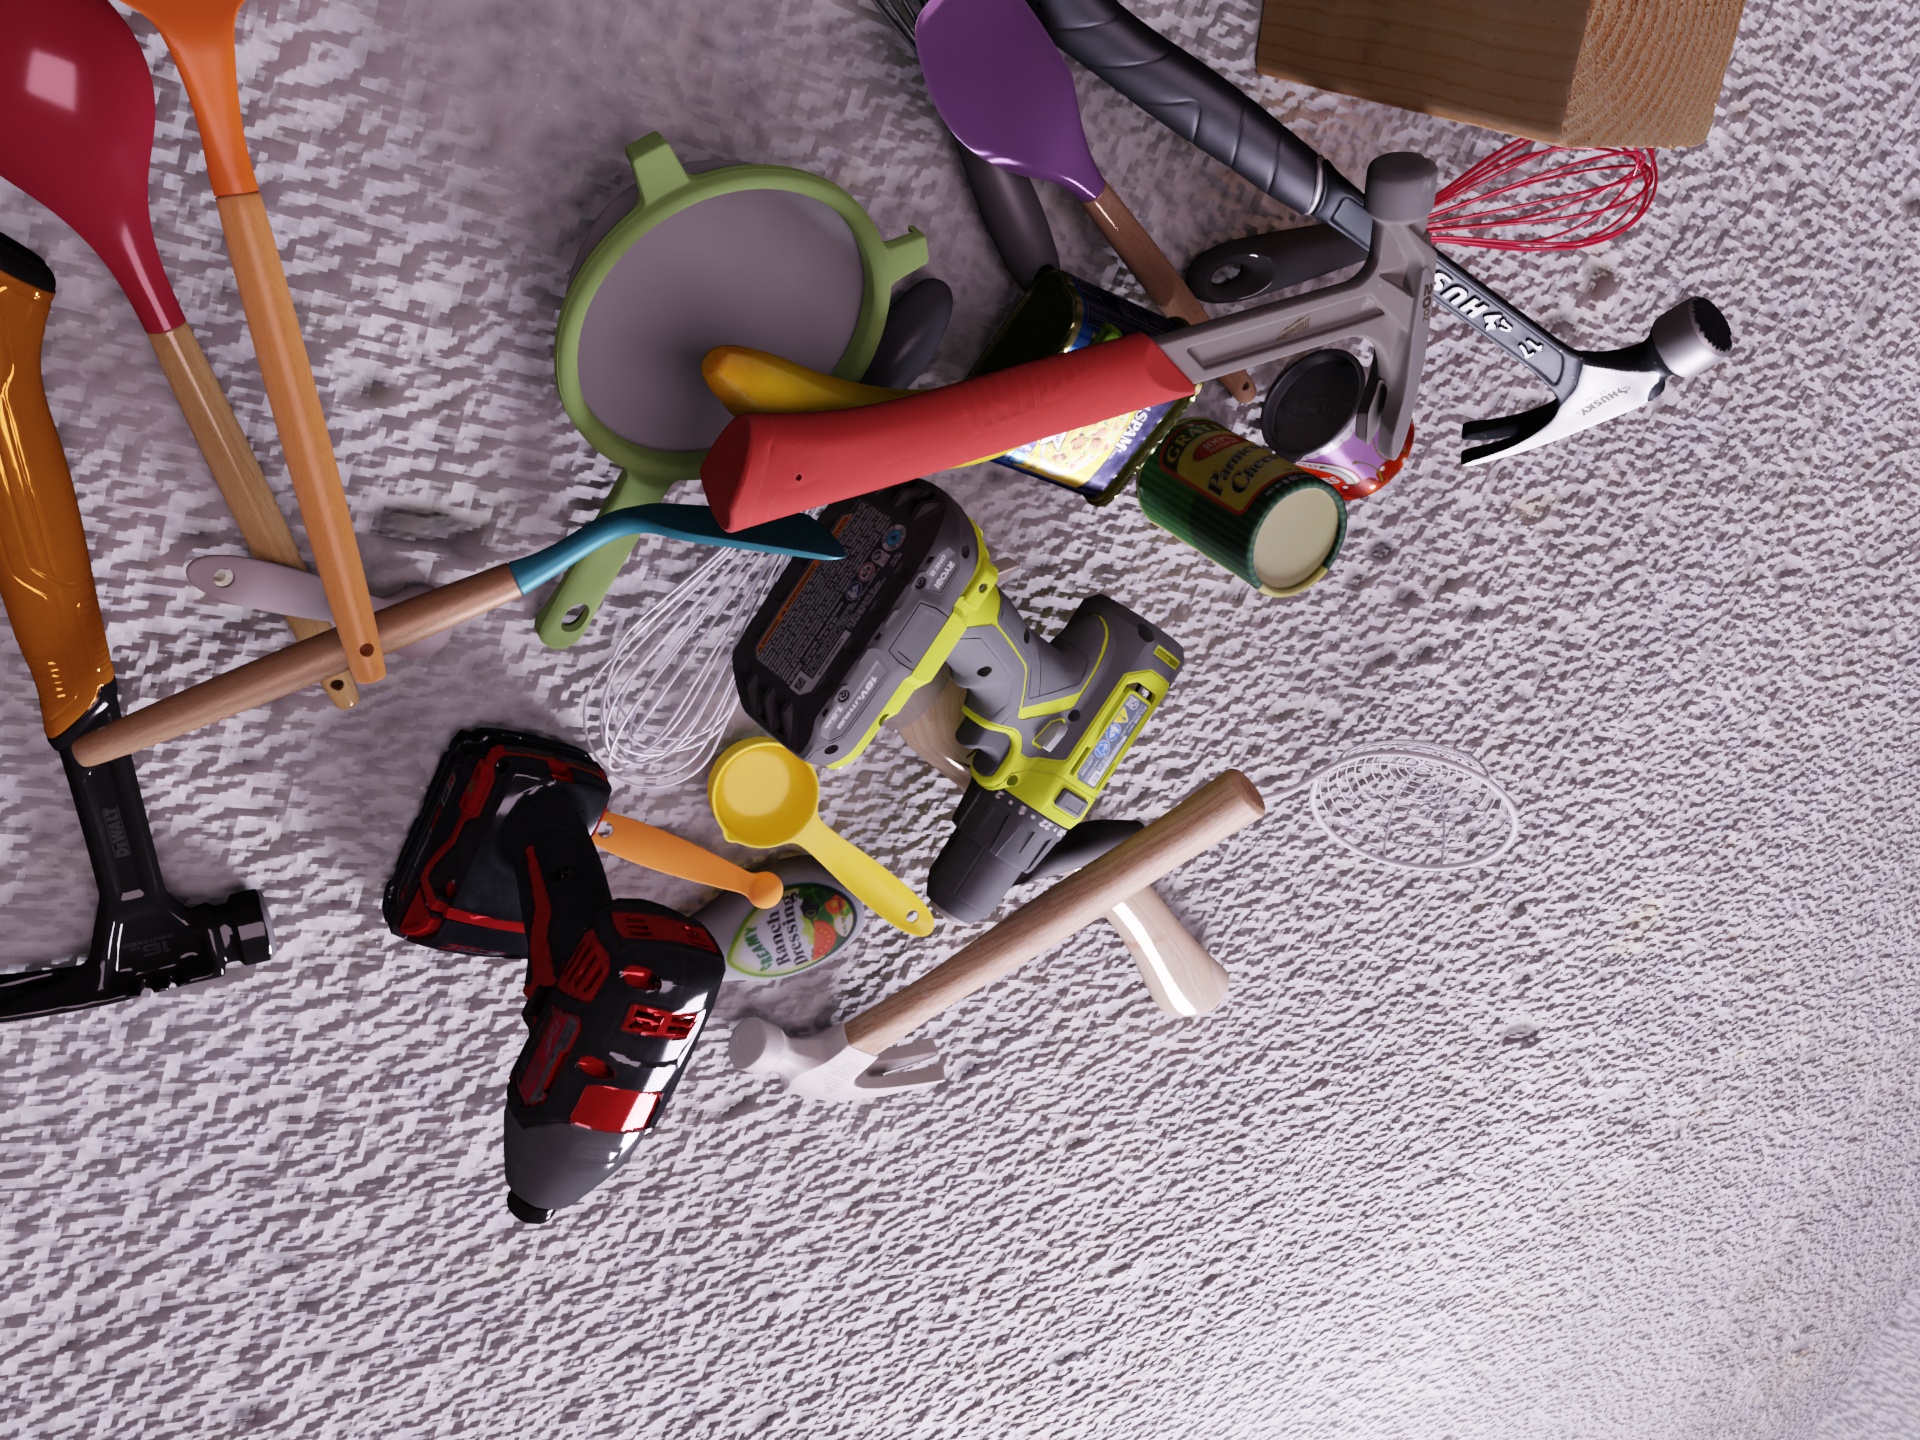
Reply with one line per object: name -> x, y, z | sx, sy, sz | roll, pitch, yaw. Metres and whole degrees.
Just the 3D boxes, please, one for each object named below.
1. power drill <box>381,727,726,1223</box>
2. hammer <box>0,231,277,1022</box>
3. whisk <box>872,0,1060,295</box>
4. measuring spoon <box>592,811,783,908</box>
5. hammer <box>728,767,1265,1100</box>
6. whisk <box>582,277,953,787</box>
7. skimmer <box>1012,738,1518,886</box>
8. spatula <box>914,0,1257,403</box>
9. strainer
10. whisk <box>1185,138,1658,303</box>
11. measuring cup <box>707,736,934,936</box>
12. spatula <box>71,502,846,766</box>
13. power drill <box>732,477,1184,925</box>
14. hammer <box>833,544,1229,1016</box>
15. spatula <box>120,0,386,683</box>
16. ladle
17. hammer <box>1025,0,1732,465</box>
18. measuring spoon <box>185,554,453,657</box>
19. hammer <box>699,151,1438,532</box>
power drill -> -0.185, 0.107, 0.707 | 0.078, 0.220, 0.143 | 17, 107, -37
hammer -> -0.366, -0.024, 0.635 | 0.127, 0.034, 0.336 | -13, 124, -27
whisk -> 0.000, -0.287, 0.707 | 0.055, 0.055, 0.238 | -38, 134, -7
measuring spoon -> -0.144, 0.072, 0.827 | 0.116, 0.011, 0.021 | 24, 80, -21
hammer -> 0.030, 0.128, 0.904 | 0.331, 0.031, 0.129 | -35, 139, 20
whisk -> -0.086, -0.090, 0.761 | 0.070, 0.070, 0.284 | 33, 92, -40
skimmer -> 0.171, 0.080, 0.955 | 0.363, 0.090, 0.127 | -12, 157, -25
spatula -> 0.074, -0.238, 0.765 | 0.060, 0.018, 0.315 | -51, 140, 5
strainer -> -0.137, -0.144, 0.702 | 0.151, 0.069, 0.256 | 3, 133, -45
whisk -> 0.255, -0.272, 0.865 | 0.296, 0.073, 0.073 | -18, 125, -14
measuring cup -> -0.072, 0.066, 0.855 | 0.156, 0.029, 0.062 | 43, 85, -25
spatula -> -0.206, -0.039, 0.666 | 0.317, 0.082, 0.044 | -23, 117, -10
power drill -> -0.001, -0.003, 0.794 | 0.228, 0.080, 0.190 | 32, 93, -48
hammer -> 0.071, 0.066, 0.963 | 0.146, 0.038, 0.410 | -46, 131, -2
spatula -> -0.258, -0.166, 0.579 | 0.081, 0.041, 0.322 | -21, 116, -30
ladle -> -0.301, -0.131, 0.624 | 0.069, 0.031, 0.315 | -21, 128, -12
hammer -> 0.184, -0.249, 0.778 | 0.408, 0.149, 0.036 | 26, 58, -23
measuring spoon -> -0.267, -0.049, 0.676 | 0.124, 0.018, 0.034 | 14, 100, -53
hammer -> 0.060, -0.141, 0.706 | 0.359, 0.037, 0.149 | -20, 132, -20
